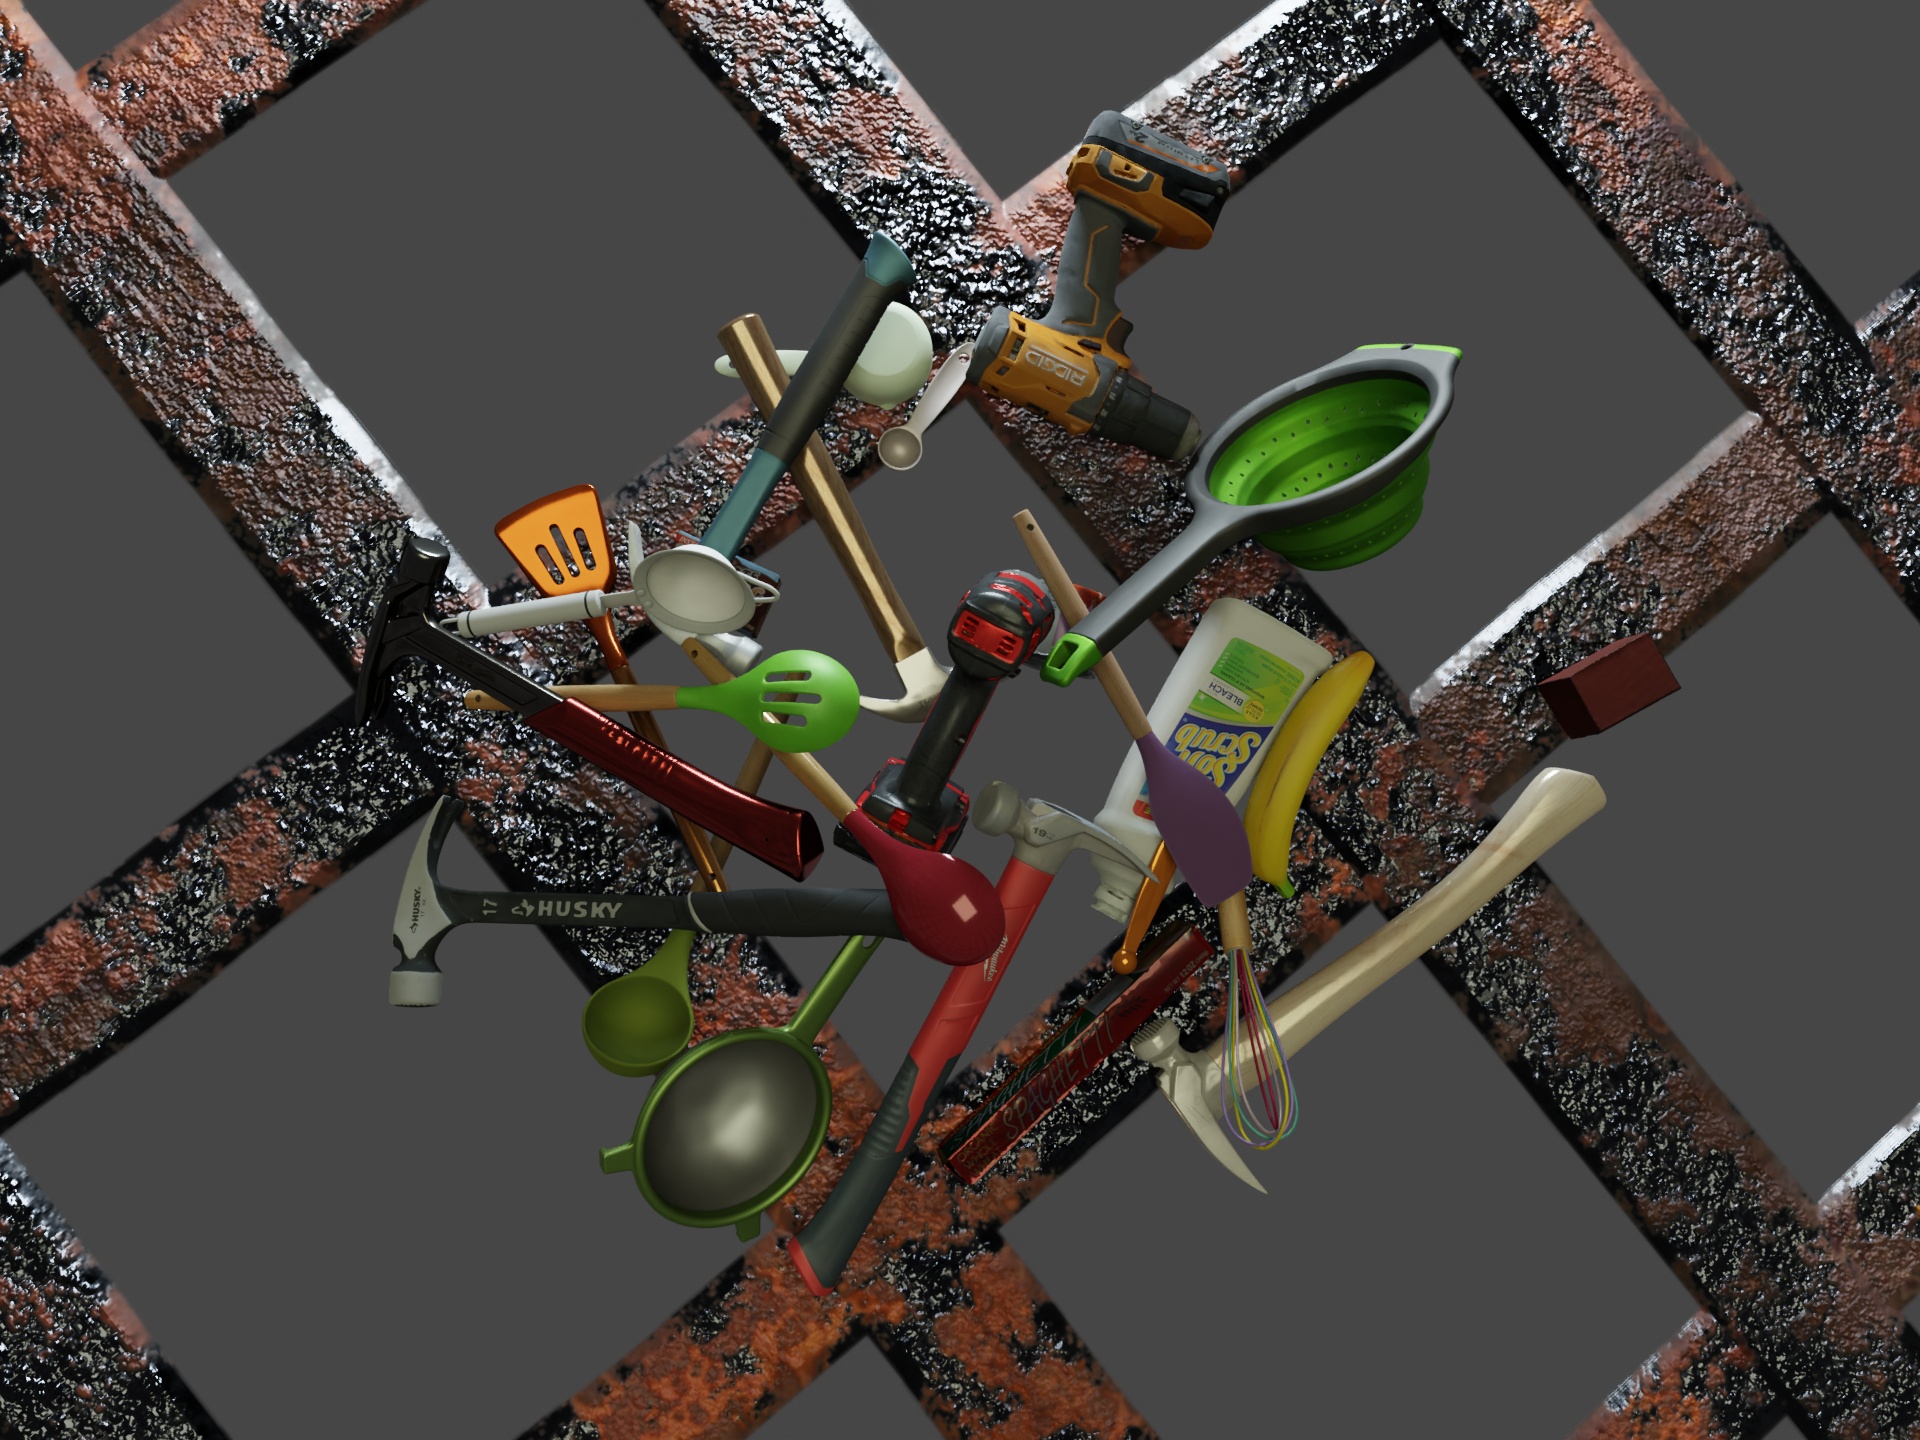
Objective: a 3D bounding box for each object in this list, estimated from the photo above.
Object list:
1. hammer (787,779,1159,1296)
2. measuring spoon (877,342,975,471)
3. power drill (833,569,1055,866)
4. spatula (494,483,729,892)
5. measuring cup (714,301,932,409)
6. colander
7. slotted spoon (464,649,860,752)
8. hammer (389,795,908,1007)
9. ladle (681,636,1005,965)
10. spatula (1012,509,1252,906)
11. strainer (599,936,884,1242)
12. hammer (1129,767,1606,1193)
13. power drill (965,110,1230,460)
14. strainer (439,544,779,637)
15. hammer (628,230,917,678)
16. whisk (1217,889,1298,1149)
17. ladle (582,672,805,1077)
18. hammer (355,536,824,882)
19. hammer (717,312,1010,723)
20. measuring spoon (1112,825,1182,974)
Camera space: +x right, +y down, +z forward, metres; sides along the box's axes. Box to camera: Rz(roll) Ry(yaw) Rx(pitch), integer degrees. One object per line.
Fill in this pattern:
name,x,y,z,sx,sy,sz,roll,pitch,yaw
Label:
hammer,-0.004,0.240,1.130,0.143,0.038,0.386,26,95,-20
measuring spoon,-0.023,-0.241,1.225,0.034,0.018,0.124,35,75,-5
power drill,-0.002,-0.004,1.114,0.078,0.143,0.219,27,109,3
spatula,-0.240,-0.018,1.153,0.081,0.041,0.323,-25,77,-7
measuring cup,-0.103,-0.278,1.206,0.167,0.038,0.083,-5,85,-6
colander,0.218,-0.126,1.158,0.397,0.205,0.094,-41,120,-17
slotted spoon,-0.218,-0.014,1.109,0.314,0.031,0.070,0,82,23
hammer,-0.199,0.128,1.102,0.409,0.036,0.149,0,80,10
ladle,-0.089,0.047,1.075,0.316,0.031,0.069,44,103,21
spatula,0.122,-0.013,1.147,0.060,0.018,0.316,-30,90,-13
strainer,-0.140,0.231,1.125,0.151,0.069,0.256,41,80,-36
hammer,0.331,0.180,1.202,0.410,0.038,0.146,-36,90,-8
power drill,0.129,-0.322,1.214,0.185,0.084,0.226,25,87,-4
strainer,-0.249,-0.086,1.118,0.258,0.086,0.050,-8,49,10
hammer,-0.128,-0.202,1.153,0.128,0.033,0.331,31,89,-1
whisk,0.207,0.186,1.148,0.051,0.047,0.245,-1,61,-5
ladle,-0.182,0.104,1.153,0.078,0.062,0.320,22,80,4
hammer,-0.257,0.018,1.095,0.359,0.037,0.149,29,113,11
hammer,-0.093,-0.148,1.188,0.130,0.031,0.331,-28,92,-6
measuring spoon,0.139,0.131,1.154,0.021,0.011,0.117,21,93,-22
